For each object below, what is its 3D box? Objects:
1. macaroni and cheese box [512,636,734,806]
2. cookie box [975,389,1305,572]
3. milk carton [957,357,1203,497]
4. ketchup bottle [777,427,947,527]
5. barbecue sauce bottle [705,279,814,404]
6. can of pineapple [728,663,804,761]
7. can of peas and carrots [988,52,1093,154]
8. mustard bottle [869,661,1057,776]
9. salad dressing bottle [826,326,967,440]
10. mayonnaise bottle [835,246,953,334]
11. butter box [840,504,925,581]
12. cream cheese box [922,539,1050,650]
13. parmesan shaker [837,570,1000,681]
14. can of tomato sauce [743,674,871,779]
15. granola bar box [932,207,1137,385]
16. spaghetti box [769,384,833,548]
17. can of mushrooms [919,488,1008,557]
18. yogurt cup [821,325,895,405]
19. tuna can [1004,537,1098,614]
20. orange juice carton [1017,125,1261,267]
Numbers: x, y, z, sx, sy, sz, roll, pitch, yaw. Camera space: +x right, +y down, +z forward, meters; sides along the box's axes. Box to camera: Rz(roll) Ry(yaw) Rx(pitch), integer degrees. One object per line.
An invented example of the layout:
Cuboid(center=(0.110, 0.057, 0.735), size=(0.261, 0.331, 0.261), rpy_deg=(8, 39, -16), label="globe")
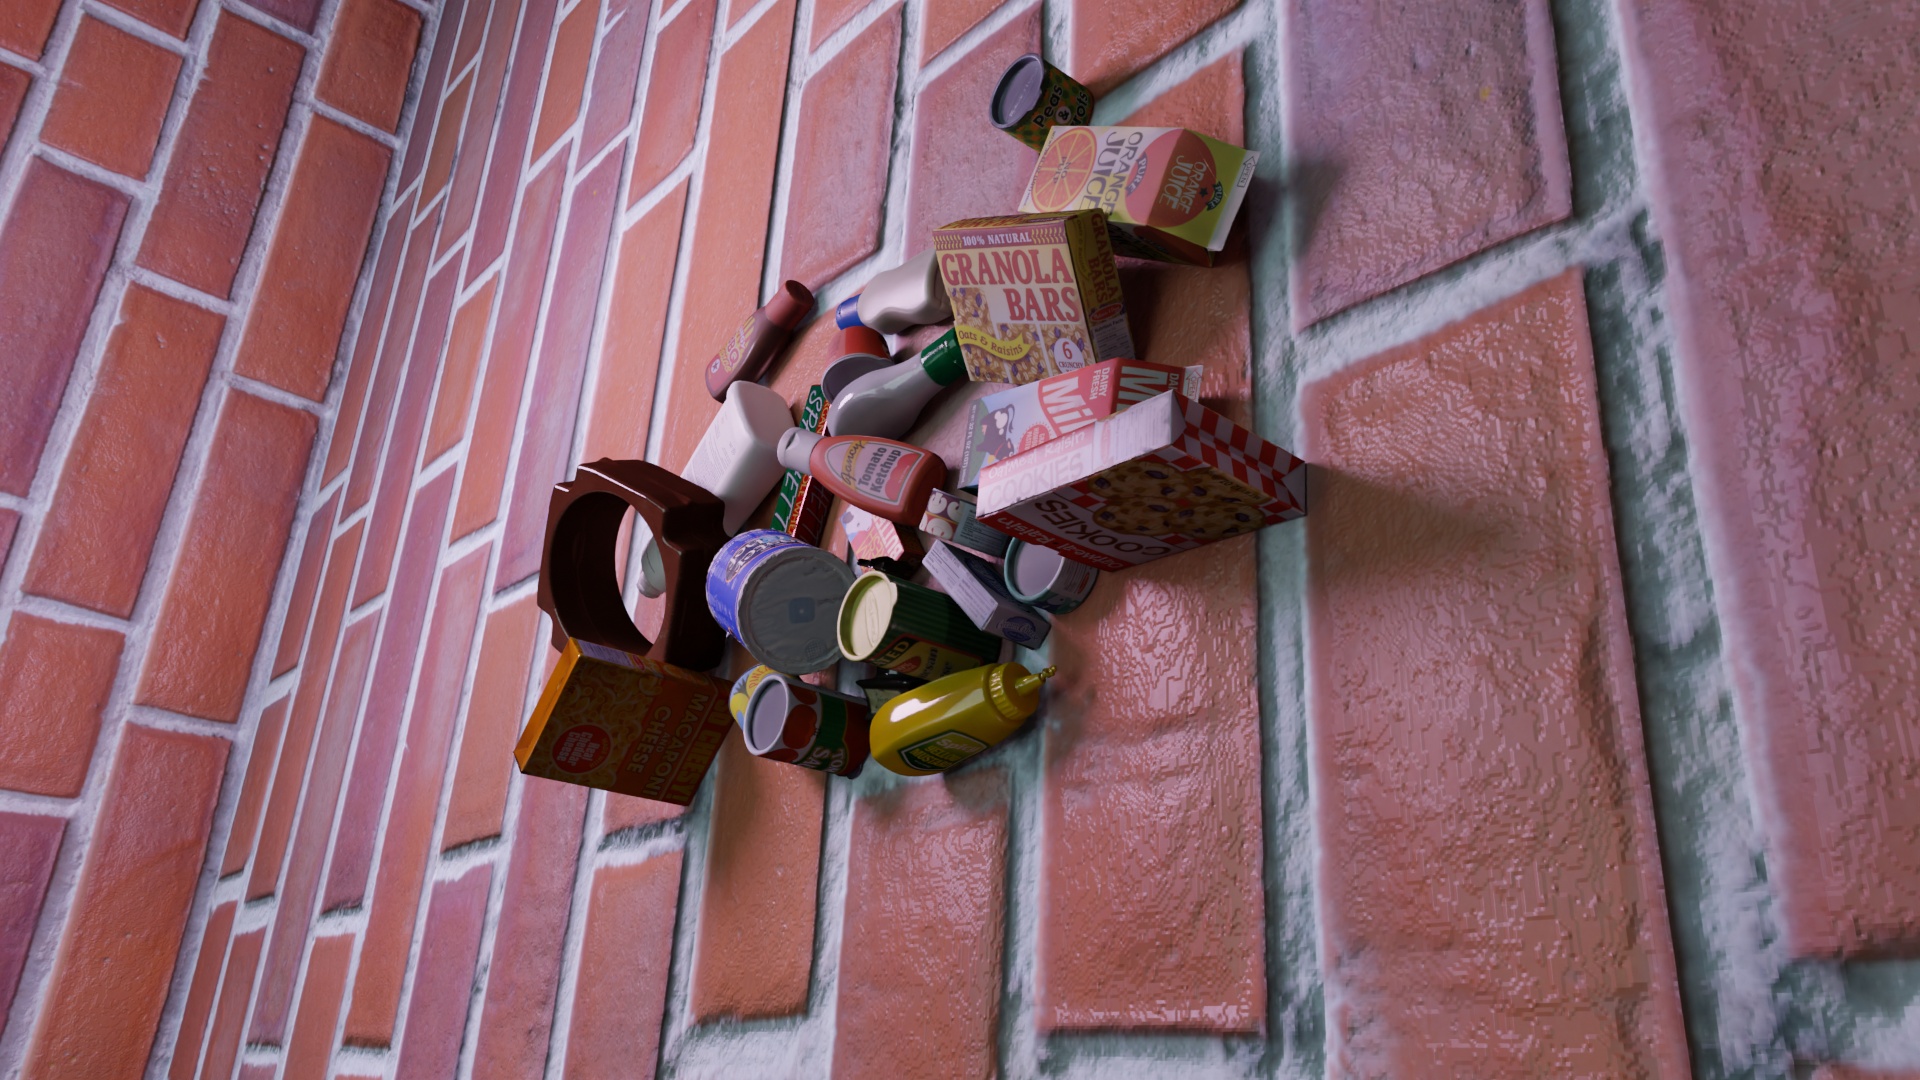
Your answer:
Cuboid(center=(-0.299, 0.167, 1.260), size=(0.123, 0.166, 0.040), rpy_deg=(-61, 36, 11), label="macaroni and cheese box")
Cuboid(center=(0.109, -0.030, 0.865), size=(0.167, 0.123, 0.040), rpy_deg=(-20, 57, 46), label="cookie box")
Cuboid(center=(0.089, -0.070, 0.954), size=(0.190, 0.073, 0.072), rpy_deg=(-9, 66, 50), label="milk carton")
Cuboid(center=(-0.086, -0.059, 1.155), size=(0.149, 0.043, 0.065), rpy_deg=(19, 73, 31), label="ketchup bottle")
Cuboid(center=(-0.207, -0.206, 1.431), size=(0.148, 0.043, 0.065), rpy_deg=(-43, 42, 31), label="barbecue sauce bottle")
Cuboid(center=(-0.154, 0.142, 1.168), size=(0.058, 0.071, 0.071), rpy_deg=(40, 106, 52), label="can of pineapple")
Cuboid(center=(0.067, -0.355, 1.137), size=(0.070, 0.059, 0.071), rpy_deg=(-26, 54, 43), label="can of peas and carrots")
Cuboid(center=(0.006, 0.120, 0.977), size=(0.159, 0.065, 0.049), rpy_deg=(-31, 46, 36), label="mustard bottle")
Cuboid(center=(-0.048, -0.127, 1.176), size=(0.147, 0.064, 0.044), rpy_deg=(-31, 40, 30), label="salad dressing bottle")
Cuboid(center=(-0.057, -0.216, 1.246), size=(0.148, 0.041, 0.065), rpy_deg=(-10, 64, 51), label="mayonnaise bottle")
Cuboid(center=(-0.066, -0.002, 1.163), size=(0.053, 0.024, 0.104), rpy_deg=(-53, 39, 22), label="butter box")
Cuboid(center=(0.017, 0.039, 1.010), size=(0.024, 0.053, 0.104), rpy_deg=(-59, 37, 12), label="cream cheese box")
Cuboid(center=(-0.027, 0.066, 1.012), size=(0.071, 0.103, 0.071), rpy_deg=(-27, 53, 44), label="parmesan shaker")
Cuboid(center=(-0.121, 0.150, 1.108), size=(0.071, 0.083, 0.071), rpy_deg=(-28, 52, 43), label="can of tomato sauce")
Cuboid(center=(0.052, -0.177, 1.027), size=(0.165, 0.039, 0.123), rpy_deg=(13, 124, 54), label="granola bar box")
Cuboid(center=(-0.146, -0.025, 1.276), size=(0.050, 0.028, 0.250), rpy_deg=(4, 77, 52), label="spaghetti box")
Cuboid(center=(0.004, -0.013, 1.043), size=(0.071, 0.071, 0.033), rpy_deg=(21, 92, 54), label="can of mushrooms")
Cuboid(center=(-0.090, -0.154, 1.239), size=(0.072, 0.072, 0.054), rpy_deg=(-43, 35, 31), label="yogurt cup")
Cuboid(center=(0.062, 0.016, 0.981), size=(0.071, 0.033, 0.071), rpy_deg=(-27, 53, 43), label="tuna can")
Cuboid(center=(0.133, -0.245, 0.986), size=(0.193, 0.073, 0.071), rpy_deg=(25, 93, 54), label="orange juice carton")
